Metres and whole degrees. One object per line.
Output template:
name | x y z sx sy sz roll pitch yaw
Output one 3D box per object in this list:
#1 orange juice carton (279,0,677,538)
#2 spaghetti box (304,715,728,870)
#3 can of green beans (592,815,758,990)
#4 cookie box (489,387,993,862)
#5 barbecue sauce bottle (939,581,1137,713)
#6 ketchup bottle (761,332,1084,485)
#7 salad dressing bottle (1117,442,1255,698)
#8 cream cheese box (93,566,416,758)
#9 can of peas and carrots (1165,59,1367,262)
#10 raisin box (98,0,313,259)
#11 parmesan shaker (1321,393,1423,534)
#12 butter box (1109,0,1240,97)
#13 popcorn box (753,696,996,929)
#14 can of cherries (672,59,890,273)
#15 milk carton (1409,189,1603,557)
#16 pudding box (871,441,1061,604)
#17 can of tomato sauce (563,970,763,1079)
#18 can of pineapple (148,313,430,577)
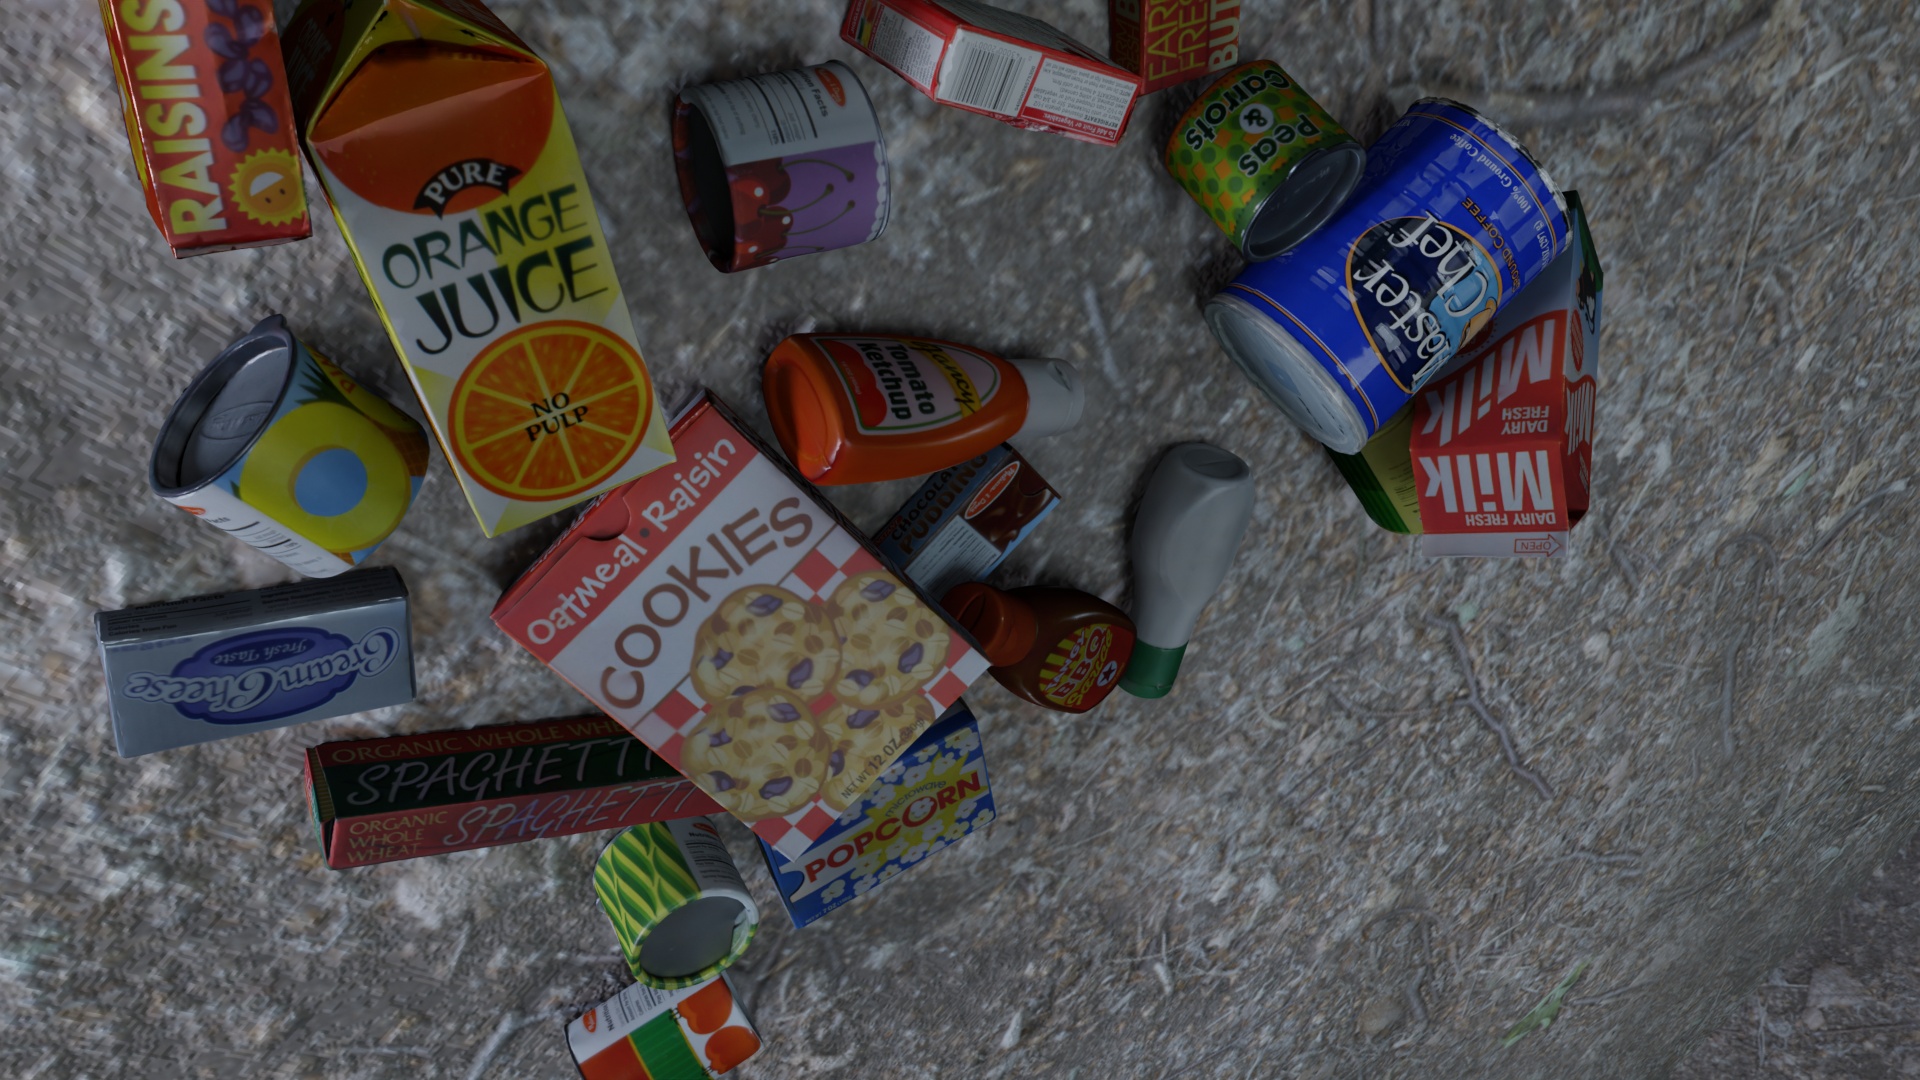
orange juice carton | -0.160 -0.102 0.450 0.073 0.072 0.191 -26 134 -18
spaghetti box | -0.156 0.103 0.623 0.251 0.050 0.028 -2 122 -34
can of green beans | -0.140 0.177 0.685 0.071 0.058 0.071 -19 131 -23
cookie box | -0.088 0.037 0.583 0.123 0.040 0.167 -45 110 1
barbecue sauce bottle | 0.038 0.050 0.700 0.065 0.044 0.148 -58 149 5
ketchup bottle | -0.010 -0.059 0.600 0.149 0.065 0.043 -8 151 -42
salad dressing bottle | 0.117 0.020 0.760 0.064 0.044 0.146 -10 128 -32
cream cheese box | -0.262 0.045 0.522 0.104 0.024 0.053 -10 127 -30
can of peas and carrots | 0.131 -0.166 0.603 0.071 0.059 0.070 -31 159 -14
raisin box | -0.209 -0.150 0.369 0.040 0.086 0.122 -15 129 -28
parmesan shaker | 0.241 -0.058 0.773 0.071 0.071 0.103 -45 135 3
butter box | 0.087 -0.236 0.559 0.053 0.024 0.103 -23 133 -21
popcorn box | -0.047 0.140 0.738 0.127 0.038 0.084 -26 135 -17
can of cherries | -0.065 -0.132 0.500 0.058 0.072 0.071 -19 131 -23
milk carton | 0.280 -0.077 0.709 0.073 0.072 0.191 42 56 -46
pudding box | 0.002 -0.008 0.666 0.083 0.030 0.049 -46 135 3
can of tomato sauce | -0.154 0.263 0.732 0.083 0.071 0.070 -30 134 -14
can of pineapple | -0.222 -0.030 0.465 0.071 0.071 0.057 -44 136 1
